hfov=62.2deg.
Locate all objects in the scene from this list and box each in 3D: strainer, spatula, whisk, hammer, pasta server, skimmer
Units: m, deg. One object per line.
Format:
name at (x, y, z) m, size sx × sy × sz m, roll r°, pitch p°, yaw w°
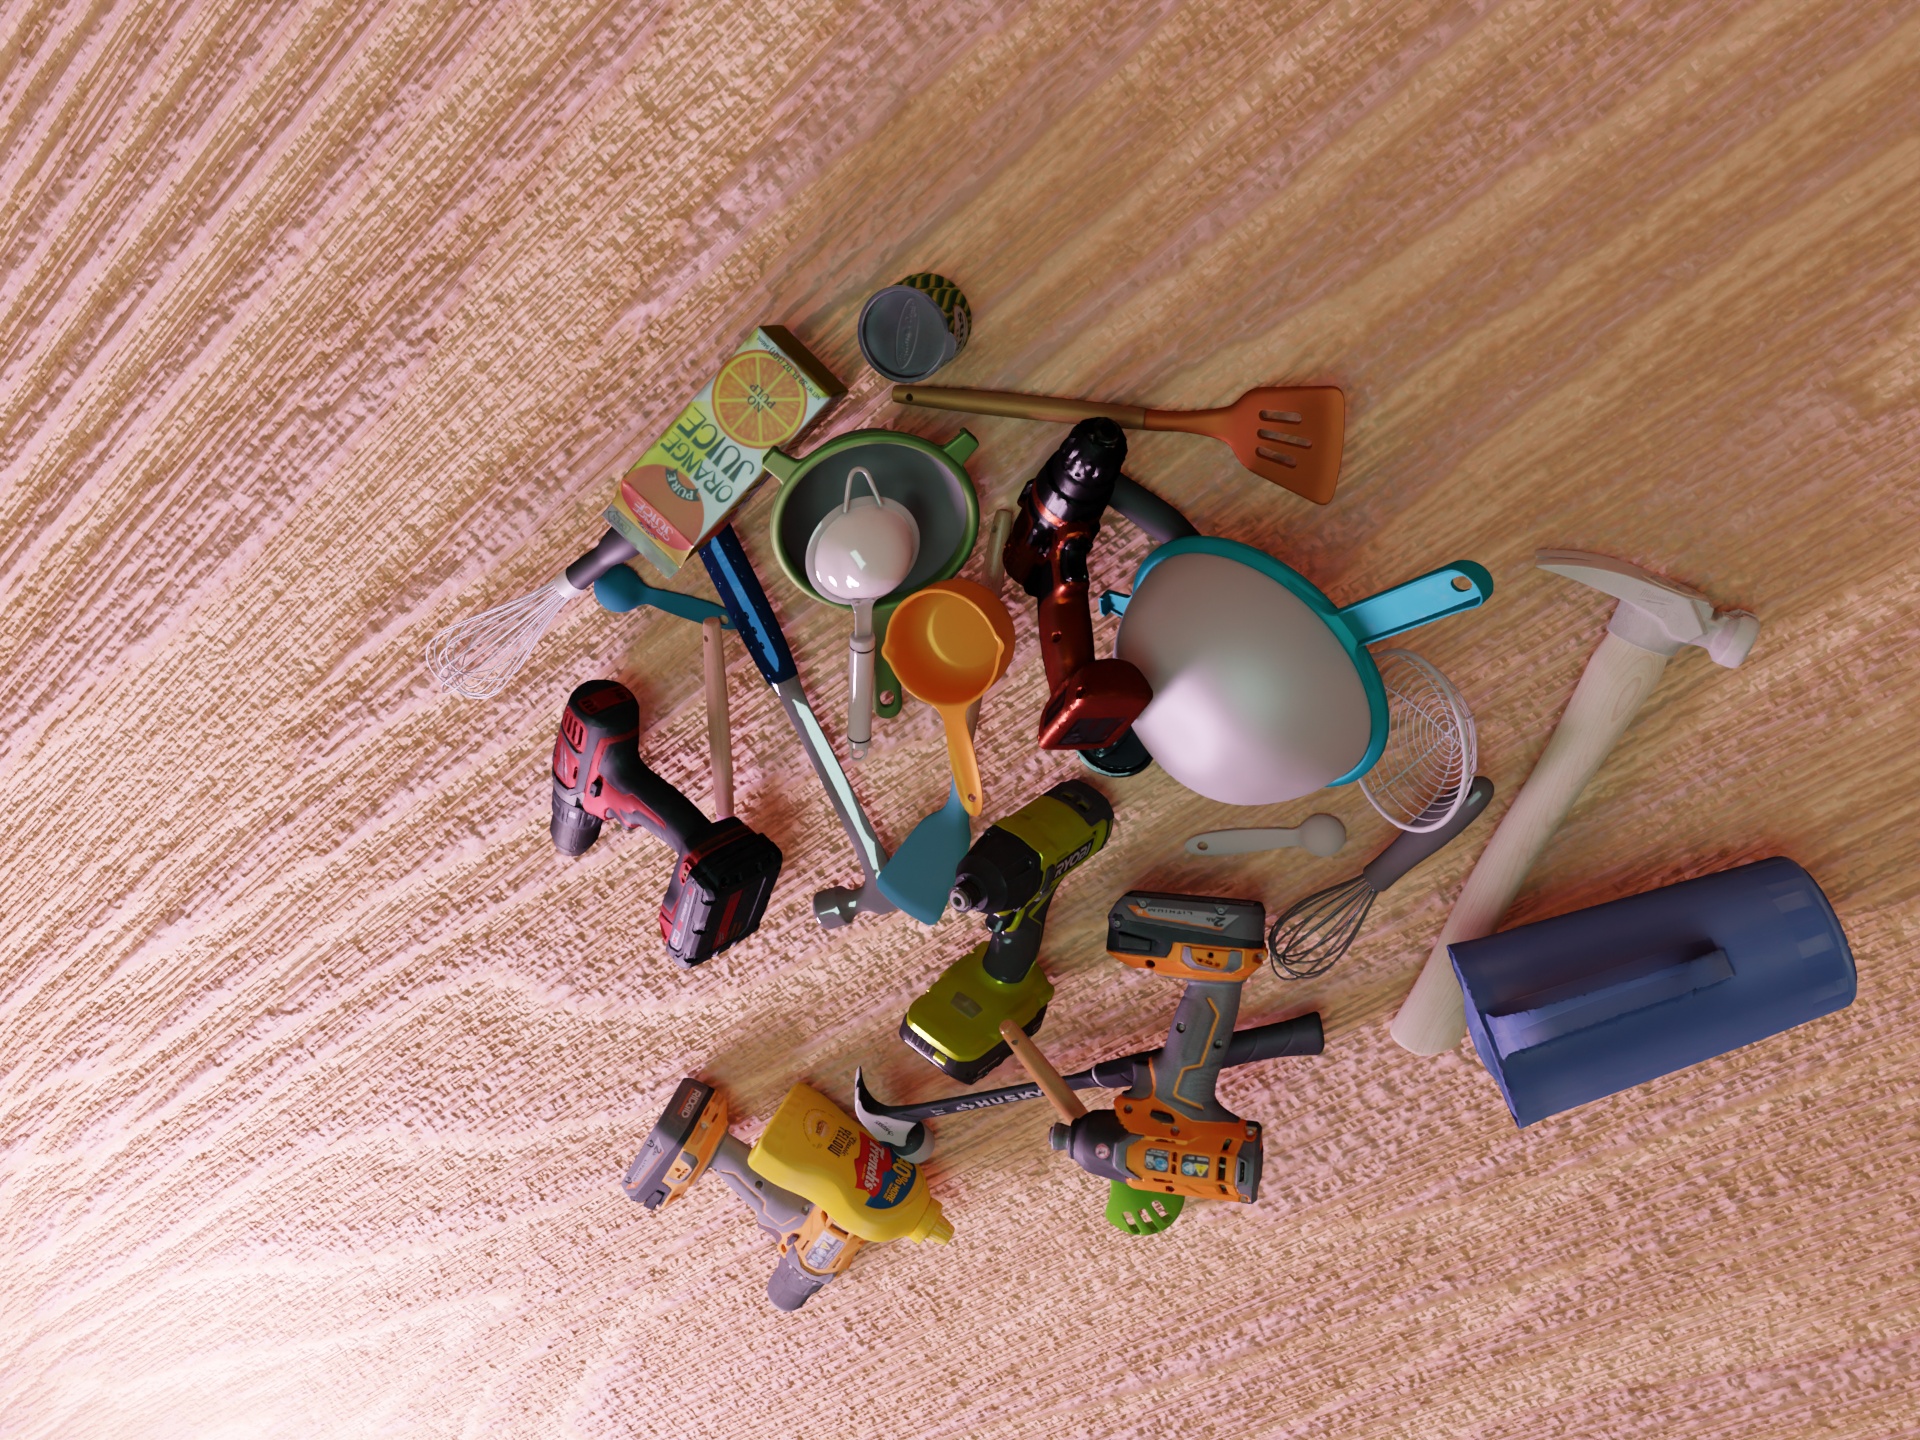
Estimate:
strainer at (0.201, -0.026, 1.021) m, size 0.211 × 0.095 × 0.340 m, roll 51°, pitch 155°, yaw -6°
spatula at (0.103, -0.209, 1.100) m, size 0.322 × 0.041 × 0.081 m, roll 9°, pitch 117°, yaw 15°
whisk at (-0.334, -0.096, 1.278) m, size 0.284 × 0.070 × 0.070 m, roll -31°, pitch 102°, yaw 30°
hammer at (0.396, 0.075, 1.139) m, size 0.146 × 0.038 × 0.410 m, roll 23°, pitch 120°, yaw 8°
pasta server at (-0.200, 0.056, 1.304) m, size 0.060 × 0.040 × 0.316 m, roll 26°, pitch 132°, yaw 31°
spatula at (-0.002, -0.004, 1.203) m, size 0.082 × 0.044 × 0.317 m, roll 29°, pitch 114°, yaw 48°
skimmer at (0.204, -0.064, 1.106) m, size 0.363 × 0.090 × 0.127 m, roll 36°, pitch 149°, yaw 2°
whisk at (0.306, 0.118, 1.168) m, size 0.055 × 0.055 × 0.239 m, roll 37°, pitch 127°, yaw -1°
strainer at (-0.069, -0.064, 1.164) m, size 0.087 × 0.050 × 0.258 m, roll -13°, pitch 135°, yaw -20°
strainer at (-0.064, -0.117, 1.192) m, size 0.151 × 0.069 × 0.256 m, roll -7°, pitch 131°, yaw -6°
hammer at (0.101, 0.295, 1.317) m, size 0.409 × 0.036 × 0.149 m, roll -16°, pitch 141°, yaw 19°
hammer at (-0.130, -0.025, 1.263) m, size 0.144 × 0.035 × 0.405 m, roll -20°, pitch 105°, yaw 19°

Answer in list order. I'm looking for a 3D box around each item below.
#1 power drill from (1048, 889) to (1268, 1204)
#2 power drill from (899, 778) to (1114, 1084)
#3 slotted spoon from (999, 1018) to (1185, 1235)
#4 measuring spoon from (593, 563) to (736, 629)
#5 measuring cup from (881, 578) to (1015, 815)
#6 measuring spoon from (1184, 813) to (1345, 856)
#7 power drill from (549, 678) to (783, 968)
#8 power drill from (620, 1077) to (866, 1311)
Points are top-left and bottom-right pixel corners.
power drill at (0.154, 0.248, 1.223) m, size 0.164 × 0.084 × 0.226 m, roll 3°, pitch 88°, yaw 13°
power drill at (0.029, 0.166, 1.229) m, size 0.080 × 0.171 × 0.223 m, roll 32°, pitch 127°, yaw 24°
slotted spoon at (0.106, 0.340, 1.301) m, size 0.070 × 0.031 × 0.313 m, roll -26°, pitch 125°, yaw 11°
measuring spoon at (-0.239, -0.093, 1.279) m, size 0.128 × 0.021 × 0.042 m, roll 17°, pitch 118°, yaw 9°
measuring cup at (0.003, -0.019, 1.158) m, size 0.095 × 0.052 × 0.173 m, roll -3°, pitch 109°, yaw 24°
measuring spoon at (0.230, 0.094, 1.213) m, size 0.124 × 0.018 × 0.034 m, roll -7°, pitch 112°, yaw 22°
power drill at (-0.260, 0.097, 1.313) m, size 0.227 × 0.080 × 0.187 m, roll 44°, pitch 134°, yaw 21°
power drill at (-0.201, 0.456, 1.496) m, size 0.226 × 0.084 × 0.185 m, roll 31°, pitch 122°, yaw -2°
